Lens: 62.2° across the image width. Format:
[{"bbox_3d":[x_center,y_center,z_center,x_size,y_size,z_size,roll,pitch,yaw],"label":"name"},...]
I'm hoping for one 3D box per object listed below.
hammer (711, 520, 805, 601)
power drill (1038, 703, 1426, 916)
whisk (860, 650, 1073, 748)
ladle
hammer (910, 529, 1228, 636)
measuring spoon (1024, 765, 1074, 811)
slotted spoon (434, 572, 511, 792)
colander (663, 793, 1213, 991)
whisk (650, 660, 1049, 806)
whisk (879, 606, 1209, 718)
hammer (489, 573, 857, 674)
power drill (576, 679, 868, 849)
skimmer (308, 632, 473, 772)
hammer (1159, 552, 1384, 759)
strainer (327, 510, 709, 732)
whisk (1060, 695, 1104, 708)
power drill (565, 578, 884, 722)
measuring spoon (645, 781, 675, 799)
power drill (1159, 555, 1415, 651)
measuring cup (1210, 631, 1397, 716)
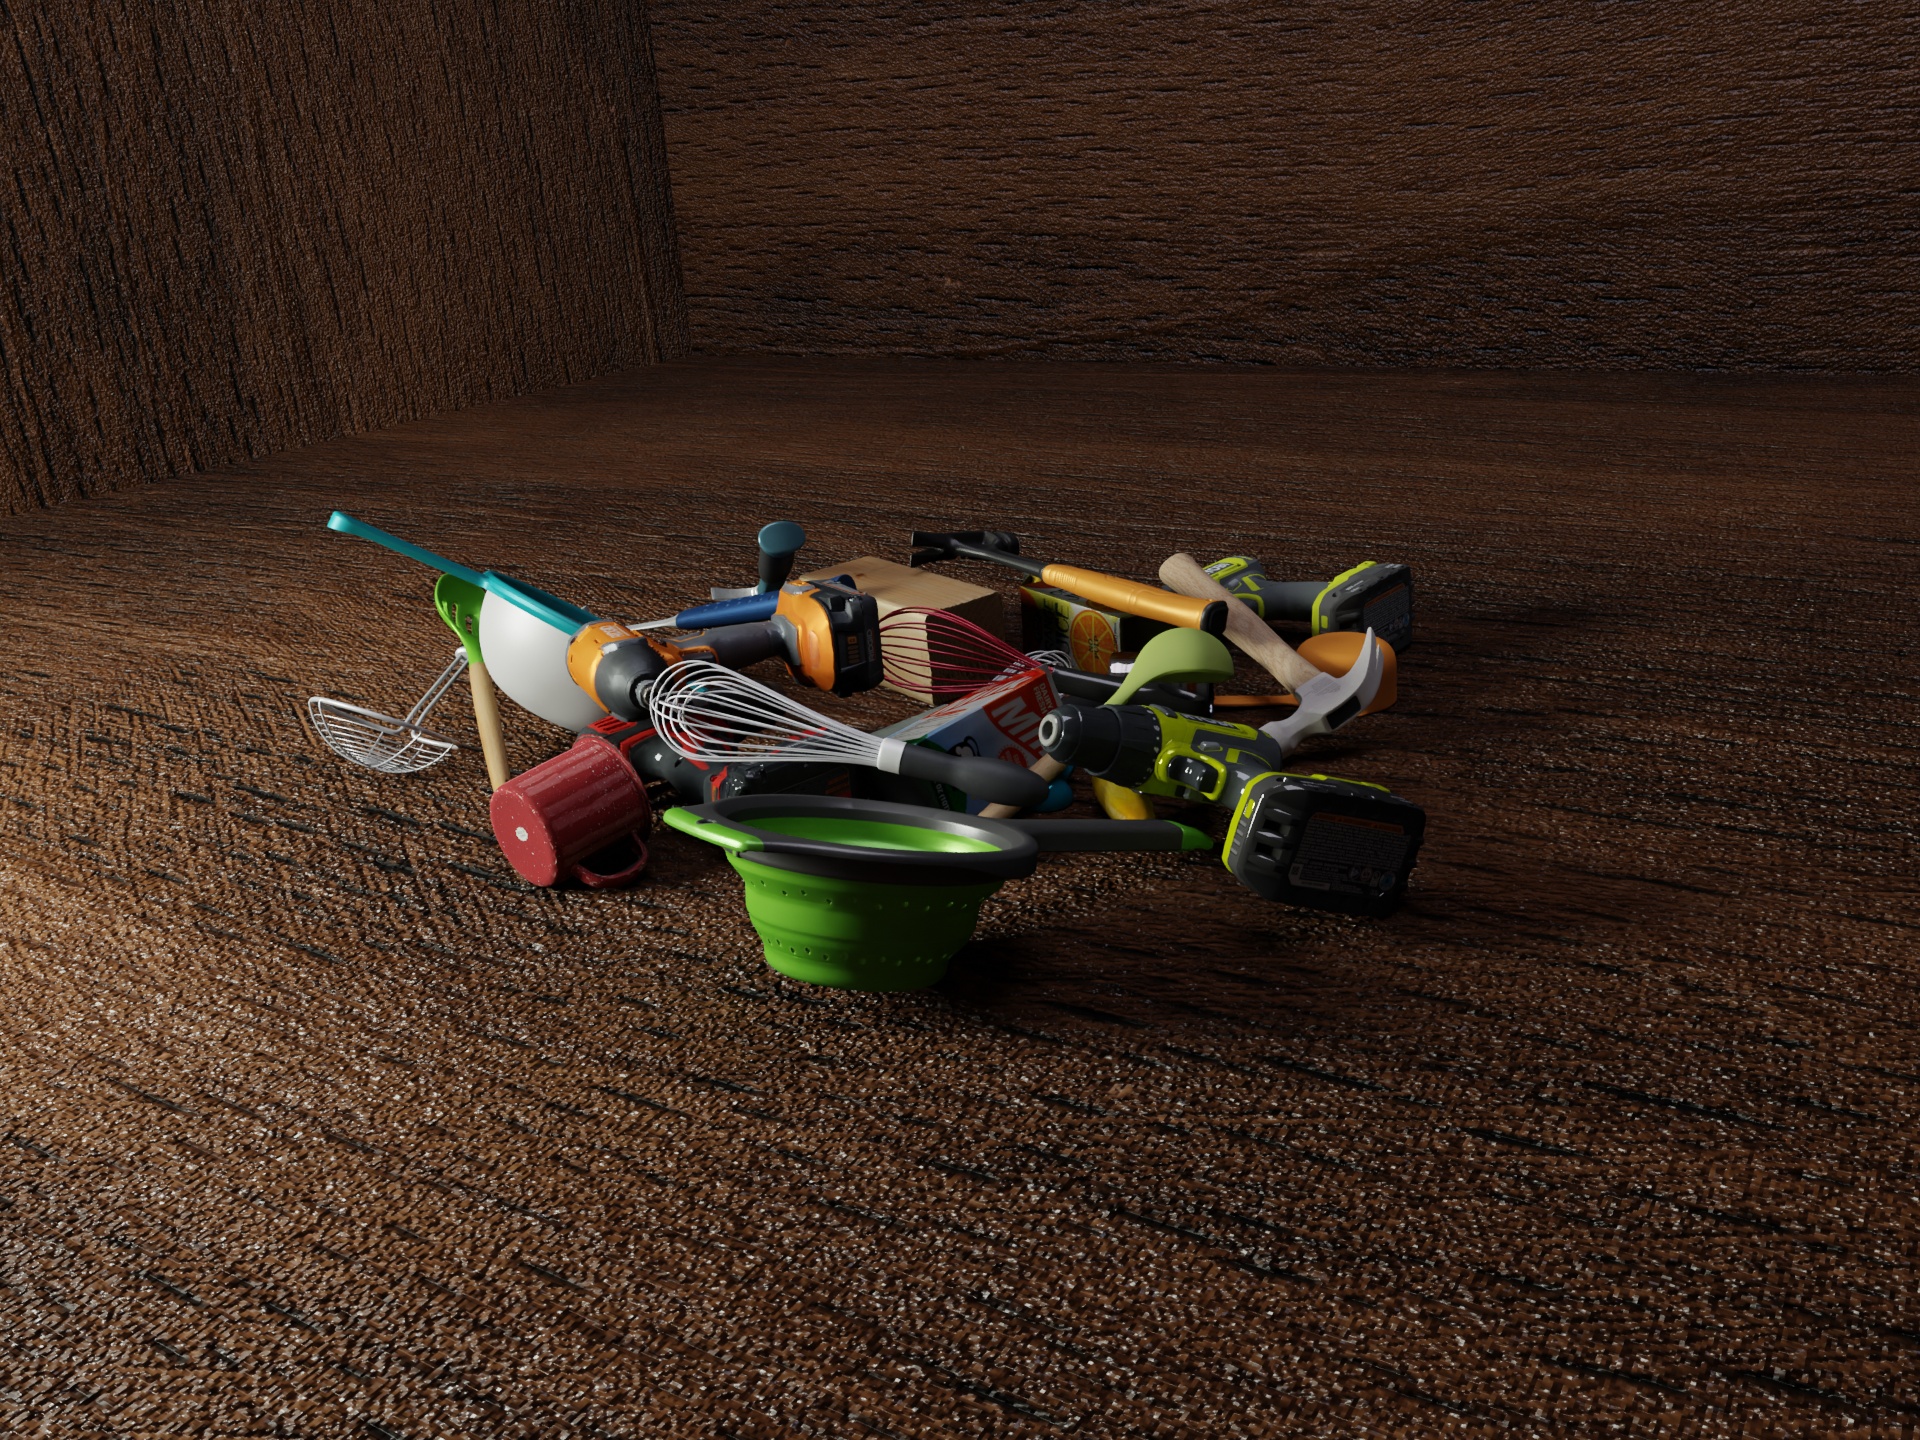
[{"bbox_3d":[-0.186,-0.150,1.597,0.128,0.033,0.331,-14,-4,-10],"label":"hammer"},{"bbox_3d":[0.176,0.046,1.063,0.190,0.080,0.229,11,12,-30],"label":"power drill"},{"bbox_3d":[-0.002,-0.004,1.344,0.246,0.059,0.058,-22,43,-27],"label":"whisk"},{"bbox_3d":[0.088,0.029,1.169,0.320,0.062,0.078,-40,17,-28],"label":"ladle"},{"bbox_3d":[0.101,-0.127,1.434,0.127,0.034,0.337,-7,20,-40],"label":"hammer"},{"bbox_3d":[0.075,0.035,1.249,0.042,0.021,0.129,1,23,15],"label":"measuring spoon"},{"bbox_3d":[-0.422,-0.031,1.397,0.031,0.070,0.314,-43,42,12],"label":"slotted spoon"},{"bbox_3d":[0.007,0.109,1.004,0.396,0.094,0.205,3,6,-36],"label":"colander"},{"bbox_3d":[-0.077,0.016,1.088,0.284,0.070,0.070,13,23,6],"label":"whisk"},{"bbox_3d":[0.057,-0.039,1.296,0.296,0.073,0.073,12,24,11],"label":"whisk"},{"bbox_3d":[-0.277,-0.100,1.561,0.405,0.035,0.144,-6,16,29],"label":"hammer"},{"bbox_3d":[-0.167,0.026,1.236,0.188,0.080,0.227,-21,28,-38],"label":"power drill"},{"bbox_3d":[-0.473,-0.057,1.463,0.127,0.090,0.363,16,29,-2],"label":"skimmer"},{"bbox_3d":[0.253,-0.076,1.375,0.130,0.031,0.332,-31,31,-1],"label":"hammer"},{"bbox_3d":[-0.390,-0.068,1.369,0.340,0.095,0.211,25,2,-29],"label":"strainer"},{"bbox_3d":[0.043,0.007,1.306,0.239,0.055,0.055,-16,23,-40],"label":"whisk"},{"bbox_3d":[-0.178,-0.049,1.231,0.226,0.084,0.164,-11,17,-22],"label":"power drill"},{"bbox_3d":[-0.260,0.067,1.259,0.117,0.011,0.021,-23,31,-32],"label":"measuring spoon"},{"bbox_3d":[0.298,-0.105,1.507,0.223,0.080,0.171,9,24,41],"label":"power drill"},{"bbox_3d":[0.288,-0.041,1.364,0.173,0.052,0.095,-3,21,-1],"label":"measuring cup"}]
